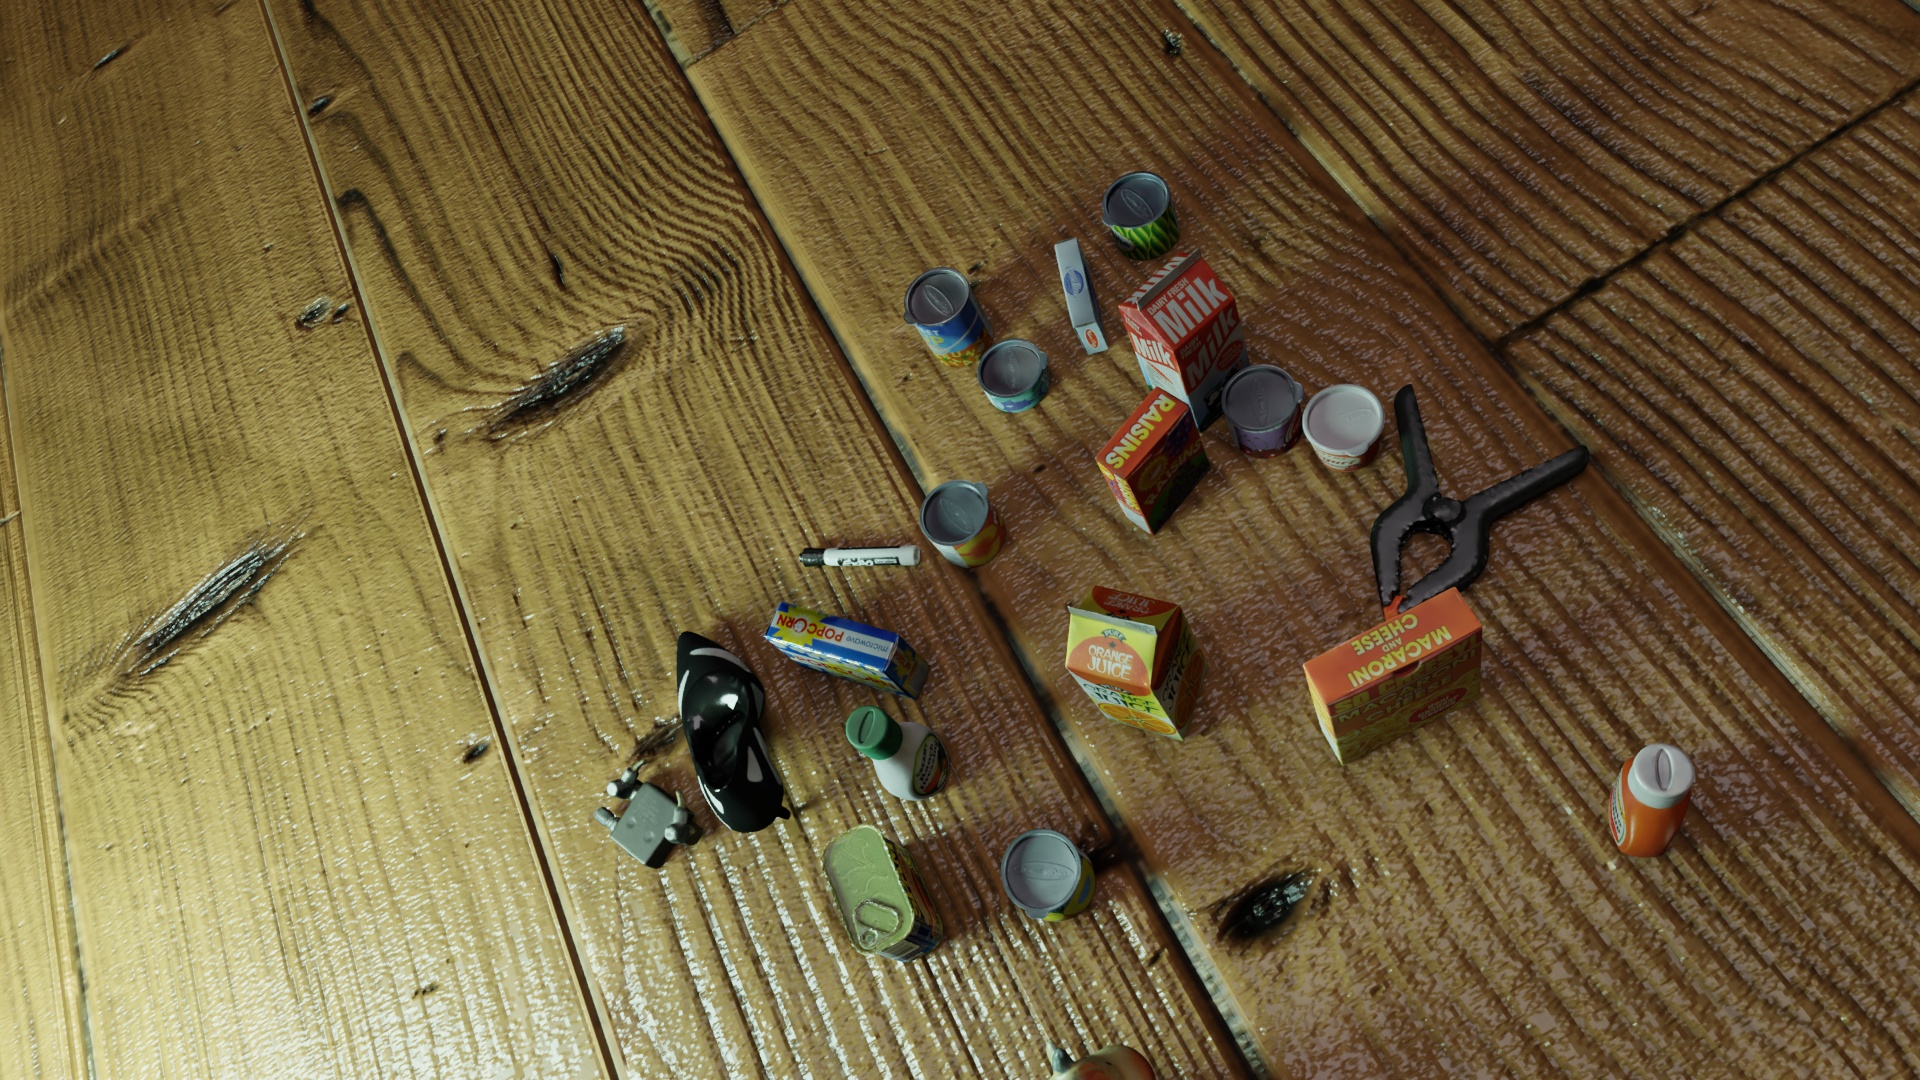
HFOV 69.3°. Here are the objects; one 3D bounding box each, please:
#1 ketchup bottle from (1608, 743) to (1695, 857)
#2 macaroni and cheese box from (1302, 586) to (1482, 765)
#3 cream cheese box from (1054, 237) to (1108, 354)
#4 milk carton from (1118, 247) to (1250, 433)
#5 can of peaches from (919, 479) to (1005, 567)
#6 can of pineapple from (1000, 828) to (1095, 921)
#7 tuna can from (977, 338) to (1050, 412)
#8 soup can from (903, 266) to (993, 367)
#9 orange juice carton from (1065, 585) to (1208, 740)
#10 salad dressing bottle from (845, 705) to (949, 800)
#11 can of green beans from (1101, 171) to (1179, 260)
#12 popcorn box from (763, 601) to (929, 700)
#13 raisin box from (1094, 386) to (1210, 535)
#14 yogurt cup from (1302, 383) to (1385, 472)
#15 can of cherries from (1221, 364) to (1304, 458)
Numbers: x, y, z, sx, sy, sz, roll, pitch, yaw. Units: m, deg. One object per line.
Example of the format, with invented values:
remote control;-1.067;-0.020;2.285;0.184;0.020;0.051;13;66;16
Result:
ketchup bottle;0.485;0.178;0.973;0.043;0.148;0.065;0;67;19
macaroni and cheese box;0.330;0.107;1.050;0.123;0.166;0.040;-28;61;6
cream cheese box;0.117;-0.236;1.346;0.024;0.053;0.104;-16;62;12
milk carton;0.197;-0.180;1.213;0.072;0.190;0.073;-42;60;-2
can of peaches;0.005;-0.016;1.281;0.071;0.058;0.071;-7;65;16
can of pineapple;0.071;0.274;1.126;0.071;0.057;0.071;-7;65;16
tuna can;0.055;-0.160;1.344;0.071;0.032;0.071;-7;64;16
soup can;-0.013;-0.217;1.364;0.071;0.083;0.071;-7;65;16
orange juice carton;0.140;0.093;1.107;0.072;0.192;0.073;14;72;24
salad dressing bottle;-0.053;0.176;1.162;0.044;0.147;0.064;10;71;23
can of green beans;0.177;-0.317;1.359;0.071;0.057;0.071;-7;65;16
popcorn box;-0.101;0.100;1.250;0.127;0.085;0.038;13;72;24
raisin box;0.170;-0.067;1.210;0.040;0.123;0.086;38;83;29
yogurt cup;0.334;-0.095;1.205;0.072;0.053;0.072;-7;65;16
can of cherries;0.271;-0.114;1.233;0.071;0.058;0.072;-7;65;16
